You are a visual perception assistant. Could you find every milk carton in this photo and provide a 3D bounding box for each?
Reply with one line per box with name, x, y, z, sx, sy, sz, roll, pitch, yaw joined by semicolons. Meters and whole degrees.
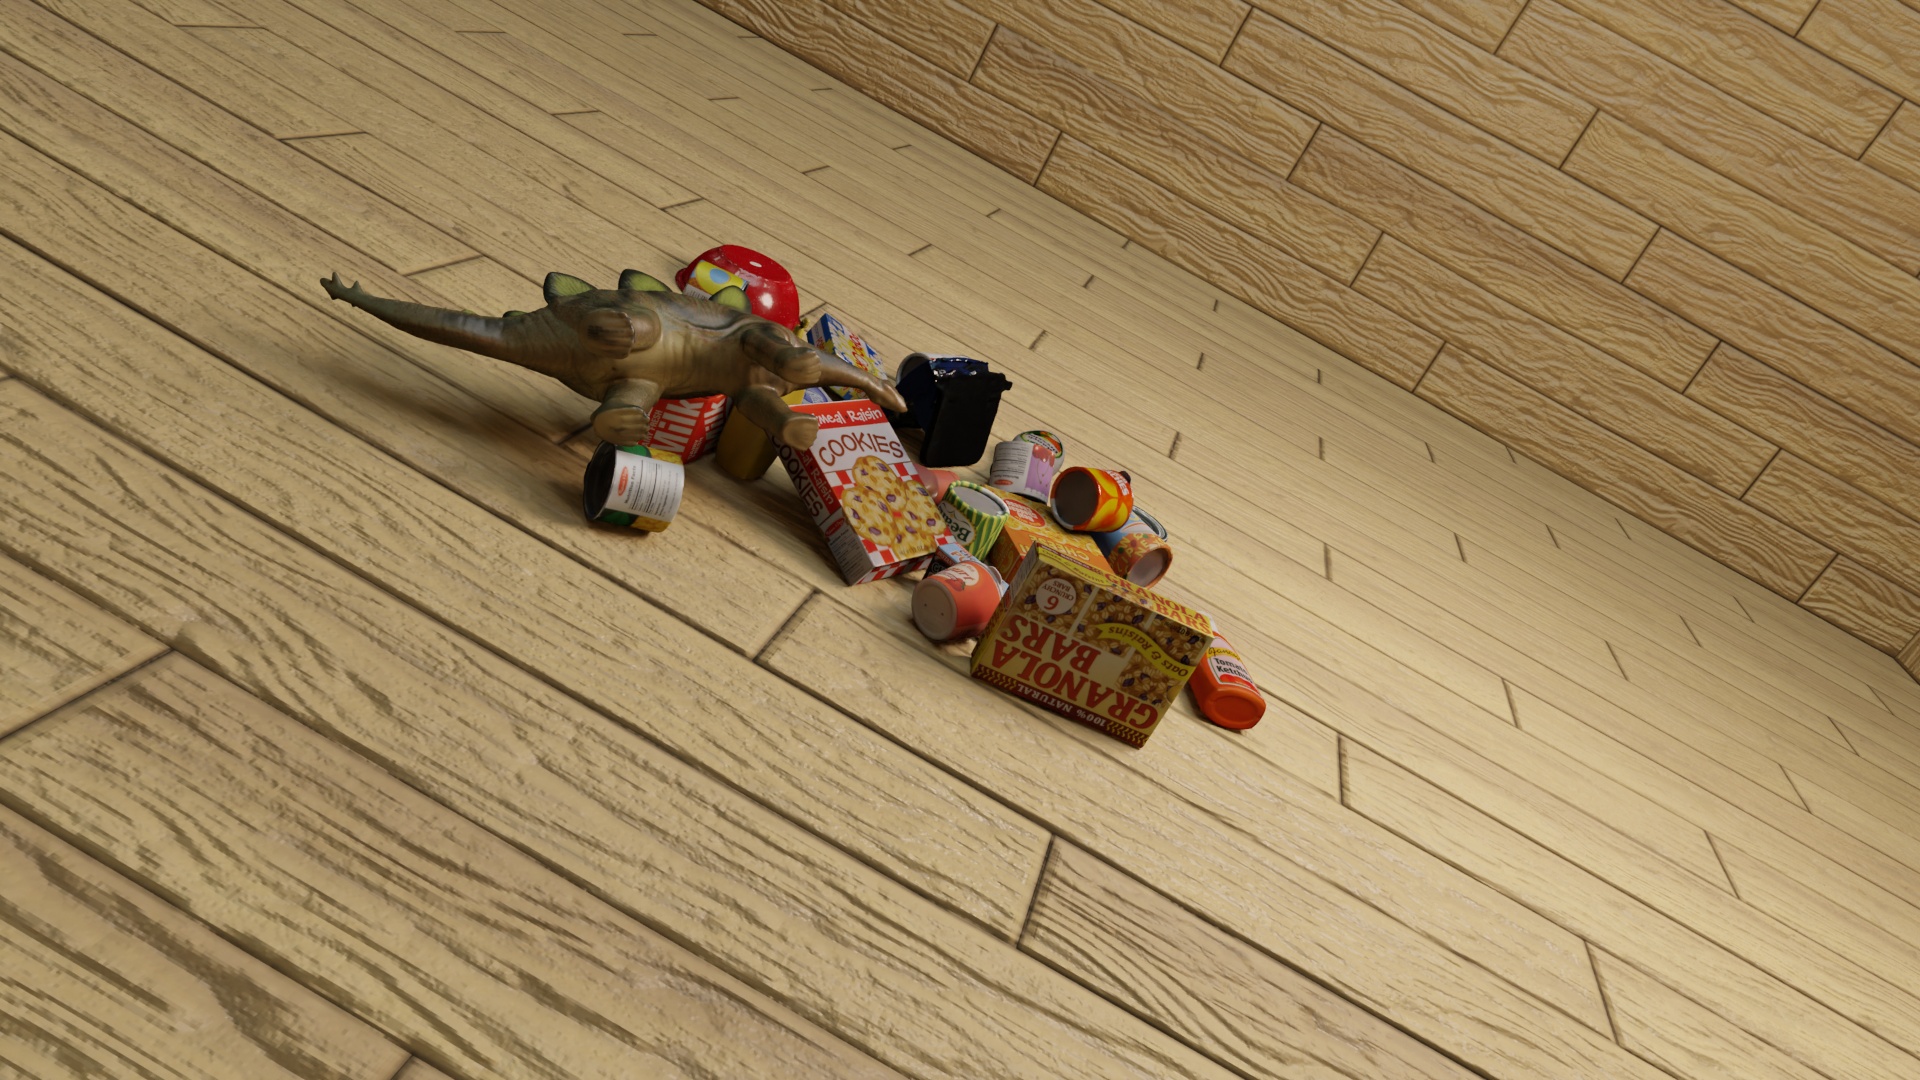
milk carton;-0.247;-0.127;1.271;0.073;0.072;0.191;31;24;7

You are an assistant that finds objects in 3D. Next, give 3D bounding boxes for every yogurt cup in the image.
yogurt cup;-0.005;0.054;1.182;0.054;0.072;0.072;-13;46;-46

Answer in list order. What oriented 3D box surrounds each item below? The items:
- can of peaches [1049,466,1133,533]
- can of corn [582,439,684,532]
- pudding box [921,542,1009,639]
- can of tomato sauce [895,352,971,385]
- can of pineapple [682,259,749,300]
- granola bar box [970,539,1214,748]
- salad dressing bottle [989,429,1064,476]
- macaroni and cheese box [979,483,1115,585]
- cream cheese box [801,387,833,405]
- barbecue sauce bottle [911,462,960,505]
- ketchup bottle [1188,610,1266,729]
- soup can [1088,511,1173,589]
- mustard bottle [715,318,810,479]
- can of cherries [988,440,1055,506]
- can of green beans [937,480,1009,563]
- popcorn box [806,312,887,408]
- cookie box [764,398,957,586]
can of peaches;0.135;-0.044;1.425;0.058;0.071;0.071;4;33;-46
can of corn;-0.259;-0.043;1.098;0.058;0.071;0.071;13;27;-33
pudding box;0.008;0.045;1.229;0.084;0.049;0.030;40;27;25
can of tomato sauce;-0.026;-0.187;1.651;0.071;0.071;0.083;42;27;29
can of pineapple;-0.274;-0.271;1.544;0.058;0.070;0.071;25;23;-7
granola bar box;0.108;0.089;1.156;0.165;0.123;0.039;24;23;-10
salad dressing bottle;0.075;-0.091;1.589;0.064;0.043;0.148;34;24;10
macaroni and cheese box;0.086;0.016;1.387;0.124;0.040;0.167;17;25;-26
cream cheese box;-0.167;-0.150;1.467;0.053;0.024;0.104;8;30;-41
barbecue sauce bottle;-0.060;-0.053;1.364;0.149;0.043;0.065;-1;43;-49
ketchup bottle;0.245;0.122;1.342;0.065;0.043;0.149;21;24;-16
soup can;0.176;0.004;1.470;0.071;0.071;0.084;4;33;-44
mustard bottle;-0.171;-0.133;1.259;0.049;0.159;0.065;31;22;10
can of cherries;0.065;-0.068;1.481;0.071;0.058;0.071;10;-13;2
can of green beans;0.006;-0.017;1.343;0.071;0.057;0.071;24;24;-11
popcorn box;-0.127;-0.199;1.569;0.085;0.038;0.127;37;18;-27
cookie box;-0.089;-0.047;1.247;0.123;0.040;0.167;-12;68;-53
